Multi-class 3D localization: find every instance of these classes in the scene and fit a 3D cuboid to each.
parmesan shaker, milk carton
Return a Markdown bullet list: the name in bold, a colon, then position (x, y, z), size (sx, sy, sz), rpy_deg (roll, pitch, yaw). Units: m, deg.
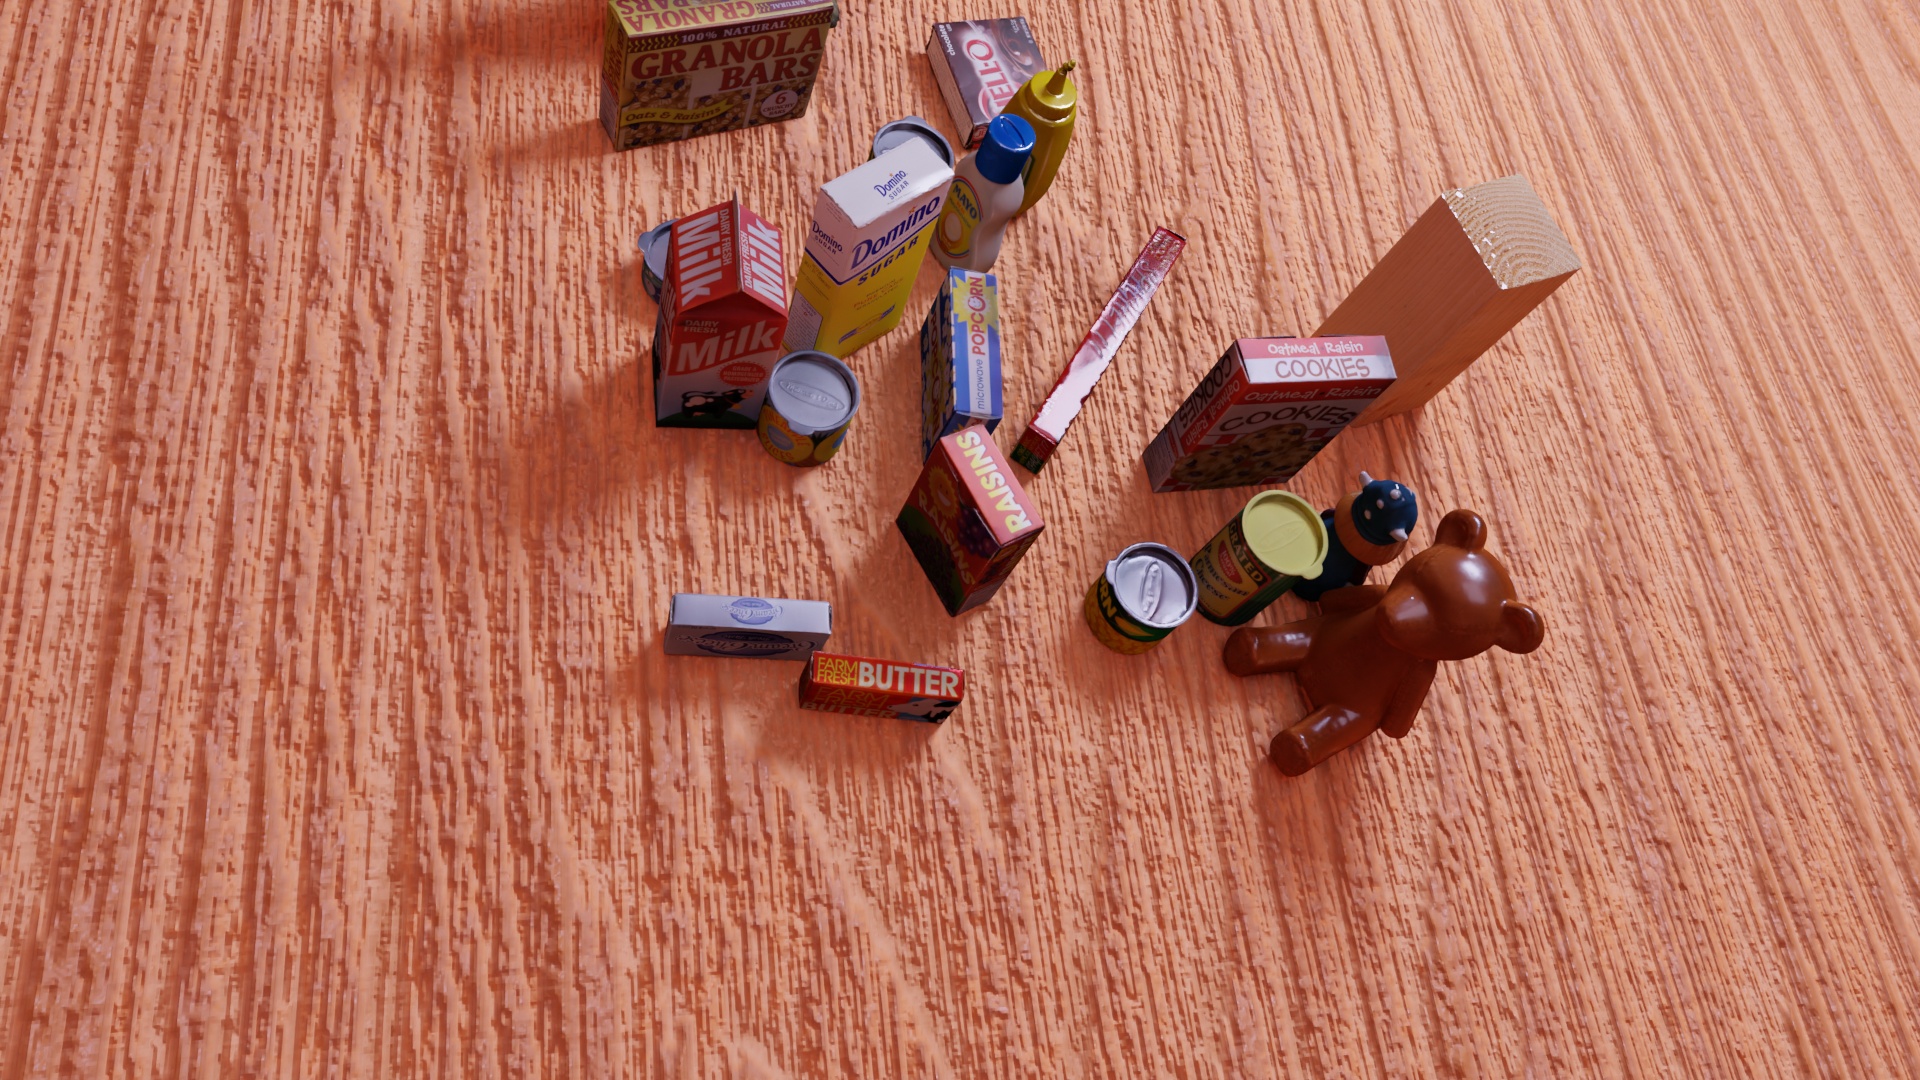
- **parmesan shaker**: position (0.215, 0.018, 1.017), size (0.071, 0.102, 0.071), rpy_deg (7, 63, -14)
- **milk carton**: position (-0.161, -0.150, 0.928), size (0.073, 0.189, 0.072), rpy_deg (0, 65, -18)

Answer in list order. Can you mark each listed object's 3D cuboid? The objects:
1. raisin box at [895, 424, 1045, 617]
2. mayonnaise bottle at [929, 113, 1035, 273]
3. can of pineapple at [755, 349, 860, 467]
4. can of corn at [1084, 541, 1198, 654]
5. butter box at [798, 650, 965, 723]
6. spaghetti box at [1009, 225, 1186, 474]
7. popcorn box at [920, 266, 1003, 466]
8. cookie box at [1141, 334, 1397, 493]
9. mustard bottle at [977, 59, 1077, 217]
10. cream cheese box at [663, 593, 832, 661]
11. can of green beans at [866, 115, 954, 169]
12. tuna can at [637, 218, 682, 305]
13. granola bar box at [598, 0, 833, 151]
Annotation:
- **raisin box**: position (0.003, -0.012, 0.951), size (0.040, 0.122, 0.086), rpy_deg (-22, 73, -26)
- **mayonnaise bottle**: position (0.017, -0.265, 1.068), size (0.041, 0.147, 0.065), rpy_deg (-27, 75, -27)
- **can of pineapple**: position (-0.111, -0.092, 0.992), size (0.071, 0.057, 0.071), rpy_deg (7, 63, -14)
- **can of corn**: position (0.127, 0.042, 1.002), size (0.071, 0.058, 0.071), rpy_deg (7, 63, -14)
- **butter box**: position (-0.053, 0.098, 0.919), size (0.103, 0.053, 0.024), rpy_deg (8, 63, -14)
- **spaghetti box**: position (0.112, -0.156, 1.101), size (0.029, 0.050, 0.251), rpy_deg (33, 59, 0)
- **popcorn box**: position (-0.001, -0.125, 1.029), size (0.038, 0.085, 0.127), rpy_deg (6, 63, -15)
- **cookie box**: position (0.226, -0.094, 1.039), size (0.123, 0.166, 0.040), rpy_deg (-5, 67, -20)
- **mustard bottle**: position (0.056, -0.325, 1.103), size (0.065, 0.159, 0.049), rpy_deg (42, 60, 5)
- **cream cheese box**: position (-0.140, 0.057, 0.911), size (0.104, 0.053, 0.024), rpy_deg (4, 64, -16)
- **can of green beans**: position (-0.044, -0.293, 1.114), size (0.071, 0.057, 0.071), rpy_deg (7, 63, -14)
- **tuna can**: position (-0.206, -0.204, 1.032), size (0.071, 0.032, 0.071), rpy_deg (7, 63, -14)
- **granola bar box**: position (-0.188, -0.366, 1.066), size (0.166, 0.123, 0.039), rpy_deg (-19, 72, -25)
